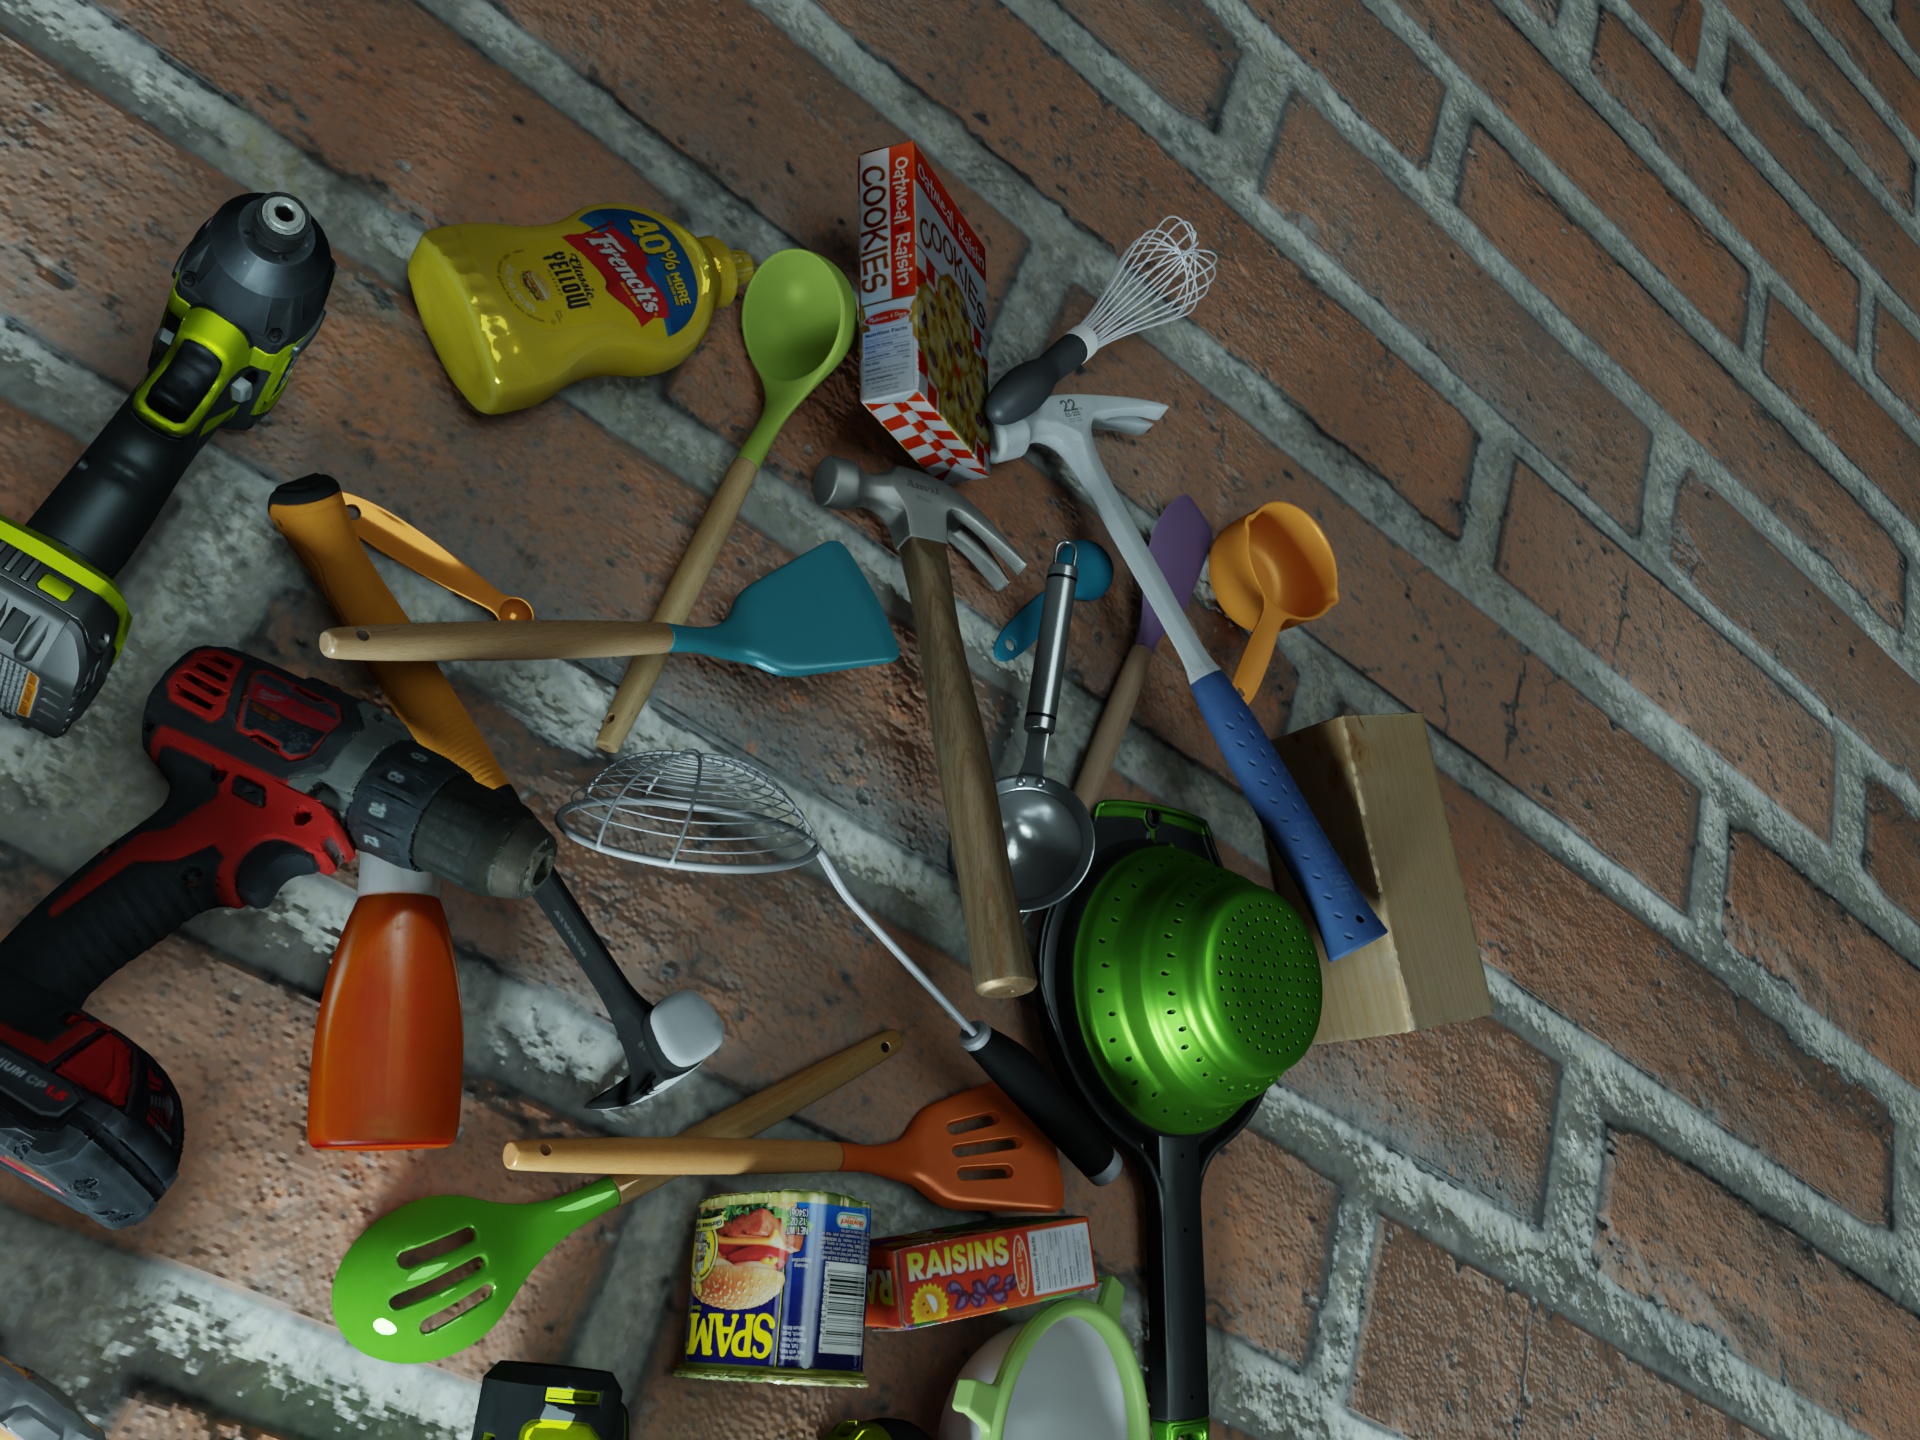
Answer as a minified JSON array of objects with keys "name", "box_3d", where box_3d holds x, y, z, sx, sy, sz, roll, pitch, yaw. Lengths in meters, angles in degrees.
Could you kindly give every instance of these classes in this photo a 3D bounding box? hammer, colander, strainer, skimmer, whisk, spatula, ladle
[{"name":"hammer","box_3d":[0.156,-0.039,1.016,0.144,0.035,0.406,-19,75,-34]},{"name":"colander","box_3d":[0.150,0.237,0.932,0.204,0.094,0.397,12,71,-38]},{"name":"strainer","box_3d":[0.048,0.011,0.957,0.050,0.087,0.258,55,43,-69]},{"name":"skimmer","box_3d":[-0.051,0.145,0.828,0.090,0.127,0.363,-43,110,-6]},{"name":"strainer","box_3d":[0.042,0.429,0.824,0.151,0.069,0.256,-9,90,-55]},{"name":"whisk","box_3d":[0.096,-0.265,1.072,0.070,0.070,0.285,52,49,-10]},{"name":"spatula","box_3d":[-0.161,-0.048,0.785,0.317,0.044,0.082,-6,63,-51]},{"name":"ladle","box_3d":[-0.136,-0.128,0.881,0.062,0.078,0.320,49,55,-46]},{"name":"hammer","box_3d":[-0.229,0.031,0.751,0.034,0.127,0.337,-30,84,-36]},{"name":"hammer","box_3d":[-0.001,-0.003,0.908,0.130,0.031,0.332,8,58,-34]},{"name":"spatula","box_3d":[0.110,-0.027,1.043,0.059,0.018,0.316,47,53,-35]},{"name":"spatula","box_3d":[-0.076,0.216,0.800,0.322,0.041,0.081,14,50,-42]}]

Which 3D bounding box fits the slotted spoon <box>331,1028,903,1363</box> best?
[{"name":"slotted spoon","box_3d":[-0.149,0.217,0.779,0.313,0.031,0.070,-20,90,-39]}]

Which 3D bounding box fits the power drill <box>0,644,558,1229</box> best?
[{"name":"power drill","box_3d":[-0.295,0.084,0.645,0.188,0.080,0.227,24,56,9]}]

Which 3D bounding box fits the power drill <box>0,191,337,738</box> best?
[{"name":"power drill","box_3d":[-0.342,-0.114,0.661,0.080,0.171,0.223,34,62,-22]}]

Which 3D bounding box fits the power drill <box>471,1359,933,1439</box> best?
[{"name":"power drill","box_3d":[-0.121,0.397,0.710,0.228,0.080,0.191,17,66,-27]}]

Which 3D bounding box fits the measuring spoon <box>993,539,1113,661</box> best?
[{"name":"measuring spoon","box_3d":[0.062,-0.077,1.023,0.042,0.021,0.129,52,52,-10]}]

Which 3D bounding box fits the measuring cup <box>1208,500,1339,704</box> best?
[{"name":"measuring cup","box_3d":[0.201,-0.072,1.103,0.095,0.052,0.174,37,60,-20]}]

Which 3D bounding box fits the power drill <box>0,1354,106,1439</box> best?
[{"name":"power drill","box_3d":[-0.441,0.259,0.529,0.226,0.084,0.185,48,55,-18]}]

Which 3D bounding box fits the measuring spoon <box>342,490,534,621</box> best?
[{"name":"measuring spoon","box_3d":[-0.268,-0.079,0.801,0.116,0.011,0.021,34,59,-18]}]
